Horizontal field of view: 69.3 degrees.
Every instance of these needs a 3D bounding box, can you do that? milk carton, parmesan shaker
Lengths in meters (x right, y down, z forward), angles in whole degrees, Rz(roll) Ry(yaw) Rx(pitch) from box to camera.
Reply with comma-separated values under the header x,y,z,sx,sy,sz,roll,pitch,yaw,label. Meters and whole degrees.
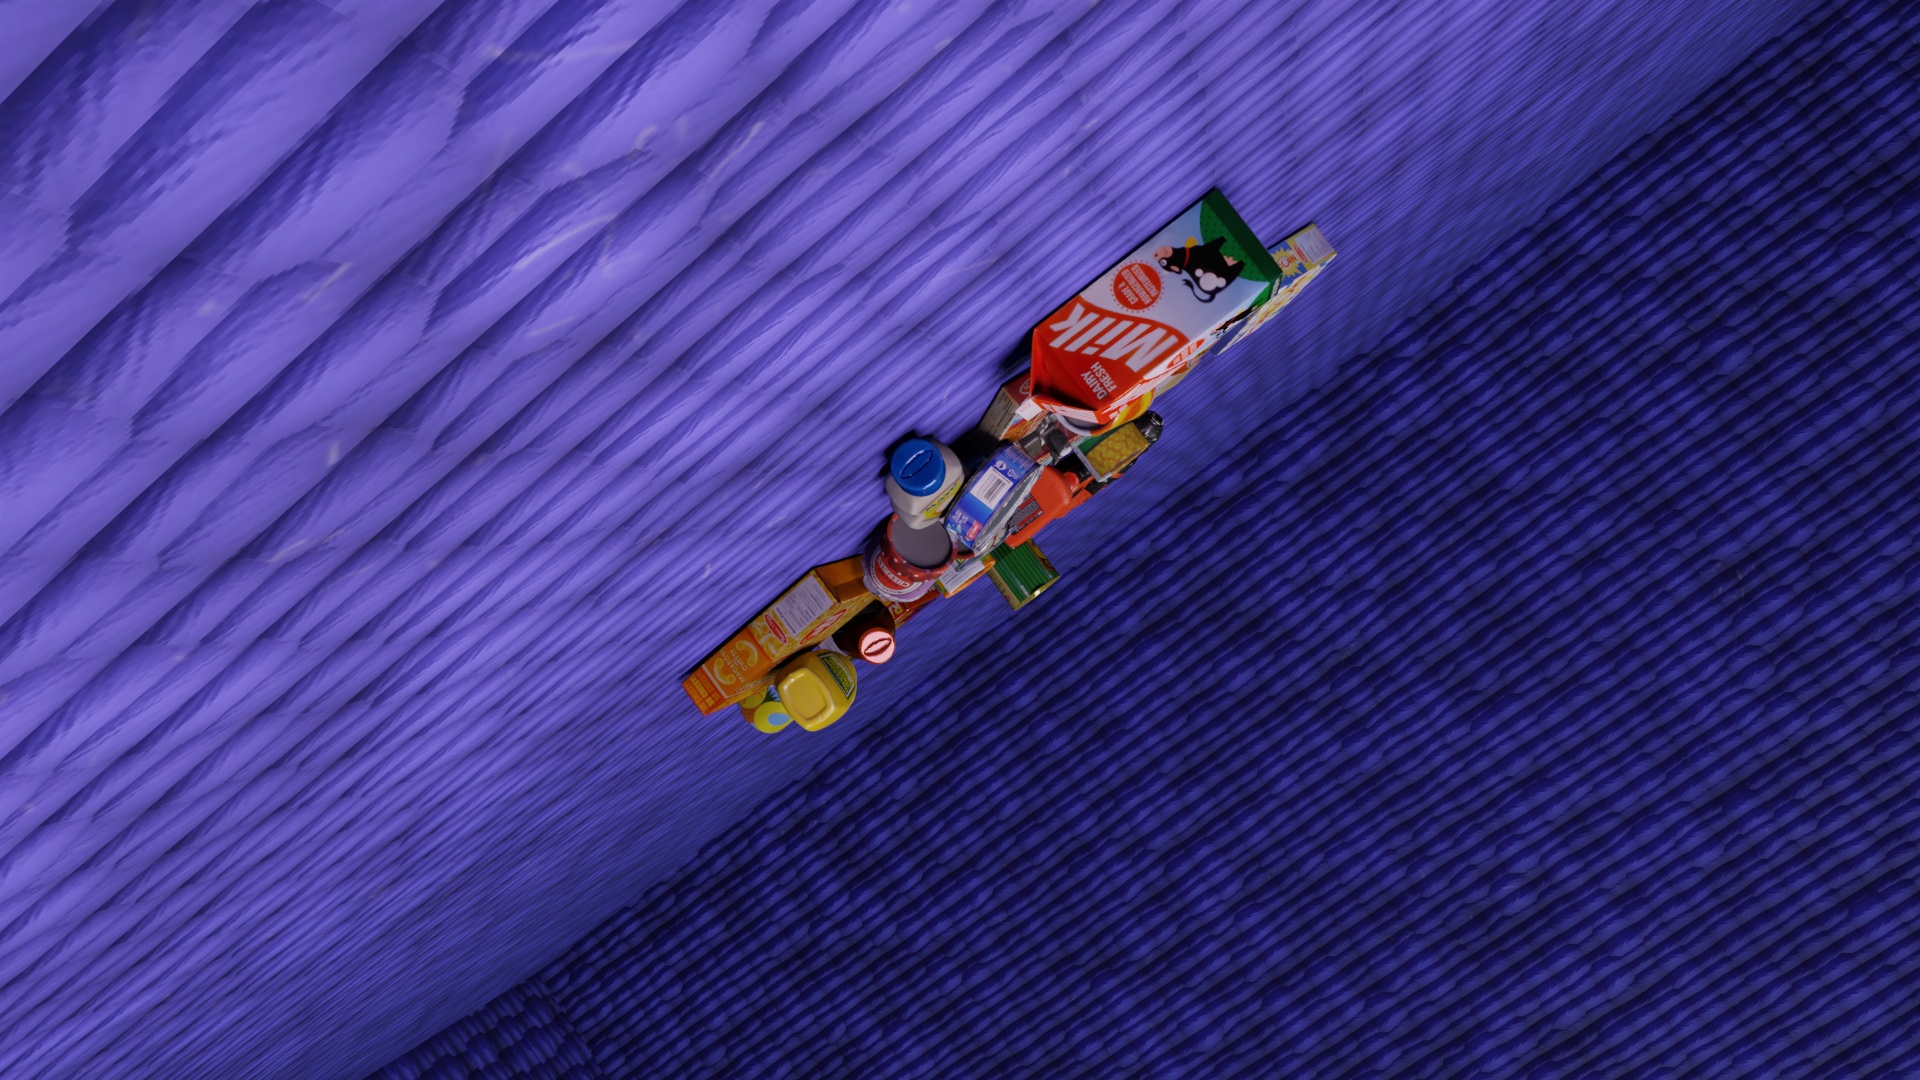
x,y,z,sx,sy,sz,roll,pitch,yaw,label
0.116,-0.141,0.931,0.190,0.073,0.072,-37,173,7,milk carton
0.056,0.018,1.553,0.071,0.103,0.071,-36,173,-5,parmesan shaker

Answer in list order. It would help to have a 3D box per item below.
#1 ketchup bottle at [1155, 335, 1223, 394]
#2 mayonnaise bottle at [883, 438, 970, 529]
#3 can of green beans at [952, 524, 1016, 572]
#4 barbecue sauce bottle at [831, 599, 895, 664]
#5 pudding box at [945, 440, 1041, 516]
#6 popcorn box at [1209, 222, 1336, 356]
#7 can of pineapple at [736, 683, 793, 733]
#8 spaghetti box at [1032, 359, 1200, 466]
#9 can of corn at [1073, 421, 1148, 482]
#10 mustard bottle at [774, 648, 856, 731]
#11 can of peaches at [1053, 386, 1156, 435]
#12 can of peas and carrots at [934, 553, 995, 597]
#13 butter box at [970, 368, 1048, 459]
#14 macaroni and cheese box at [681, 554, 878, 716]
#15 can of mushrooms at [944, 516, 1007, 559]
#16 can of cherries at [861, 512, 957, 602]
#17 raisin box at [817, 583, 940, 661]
x,y,z,sx,sy,sz,roll,pitch,yaw,label
0.198,-0.179,1.206,0.065,0.043,0.148,-31,171,-40,ketchup bottle
-0.026,-0.044,1.008,0.065,0.041,0.148,-42,174,-1,mayonnaise bottle
0.006,-0.013,1.297,0.071,0.058,0.071,-36,173,-5,can of green beans
-0.093,0.093,1.391,0.065,0.043,0.148,-26,-170,-8,barbecue sauce bottle
0.017,-0.050,1.125,0.084,0.049,0.030,-37,-154,-5,pudding box
0.277,-0.229,1.277,0.085,0.038,0.126,-33,172,-24,popcorn box
-0.191,0.156,1.432,0.057,0.071,0.071,-40,172,29,can of pineapple
0.129,-0.121,1.305,0.251,0.029,0.050,-32,171,-32,spaghetti box
0.150,-0.102,1.405,0.071,0.058,0.071,-36,173,-5,can of corn
-0.123,0.128,1.256,0.049,0.065,0.160,-34,180,7,mustard bottle
0.110,-0.120,1.075,0.071,0.071,0.058,-42,170,38,can of peaches
-0.005,0.018,1.441,0.071,0.059,0.071,-35,173,-5,can of peas and carrots
0.045,-0.100,1.055,0.053,0.024,0.103,-33,172,-22,butter box
-0.151,0.080,1.222,0.166,0.040,0.124,-39,173,18,macaroni and cheese box
0.004,-0.015,1.232,0.071,0.071,0.033,-40,171,25,can of mushrooms
-0.045,0.013,1.182,0.072,0.071,0.058,-31,171,-37,can of cherries
-0.092,0.087,1.559,0.123,0.040,0.086,-38,172,25,raisin box
